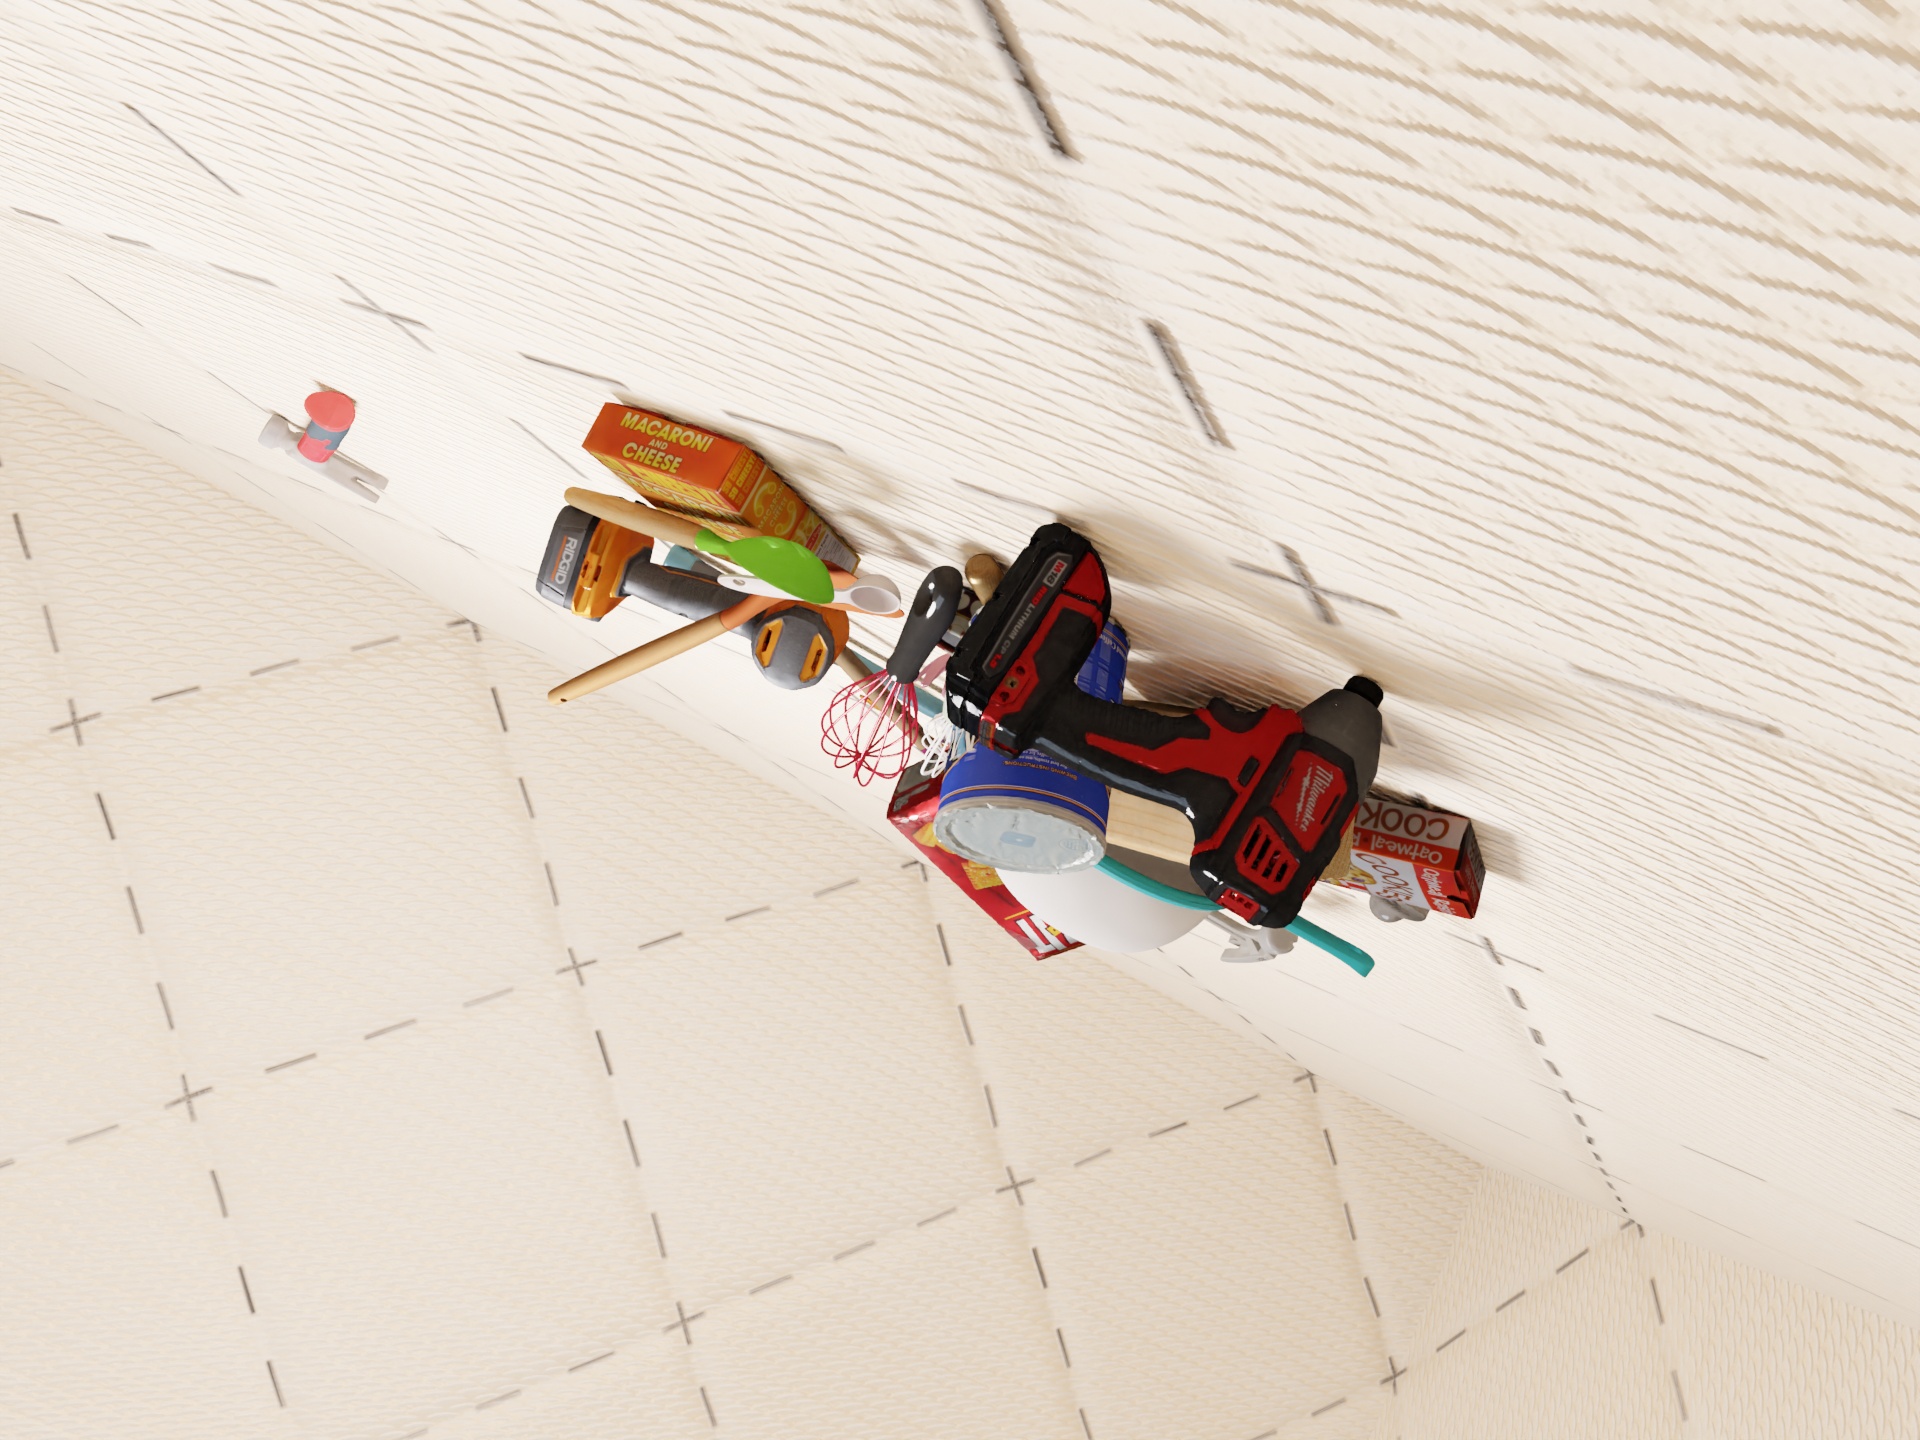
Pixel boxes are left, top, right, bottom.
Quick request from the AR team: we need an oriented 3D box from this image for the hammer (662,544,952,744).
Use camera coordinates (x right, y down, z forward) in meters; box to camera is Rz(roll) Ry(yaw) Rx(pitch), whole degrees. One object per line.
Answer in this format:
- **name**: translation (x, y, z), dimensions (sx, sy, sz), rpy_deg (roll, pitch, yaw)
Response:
- **hammer**: translation (-0.116, -0.063, 1.417), dimensions (0.331, 0.033, 0.128), rpy_deg (29, 171, -12)

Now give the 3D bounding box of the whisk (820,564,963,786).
- **whisk**: translation (-0.044, -0.028, 1.087), dimensions (0.073, 0.073, 0.295), rpy_deg (28, 152, -3)

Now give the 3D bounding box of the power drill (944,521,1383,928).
- **power drill**: translation (0.112, -0.004, 0.842), dimensions (0.220, 0.143, 0.078), rpy_deg (32, 167, 9)

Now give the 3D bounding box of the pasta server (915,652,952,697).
- **pasta server**: translation (0.111, 0.011, 1.183), dimensions (0.316, 0.040, 0.060), rpy_deg (23, 177, 19)

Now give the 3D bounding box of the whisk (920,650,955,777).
- **whisk**: translation (-0.002, -0.004, 1.152), dimensions (0.058, 0.059, 0.246), rpy_deg (51, 167, 12)

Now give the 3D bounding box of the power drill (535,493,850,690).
- **power drill**: translation (-0.194, -0.099, 1.232), dimensions (0.226, 0.084, 0.164), rpy_deg (21, -166, -1)

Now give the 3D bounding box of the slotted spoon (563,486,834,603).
- **slotted spoon**: translation (-0.184, -0.125, 1.049), dimensions (0.070, 0.031, 0.314), rpy_deg (11, -173, -44)

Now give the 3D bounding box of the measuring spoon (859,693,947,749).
- **measuring spoon**: translation (-0.051, 0.006, 1.475), dimensions (0.116, 0.011, 0.021), rpy_deg (33, 171, -33)

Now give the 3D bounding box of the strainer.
- **strainer**: translation (0.149, 0.137, 1.197), dimensions (0.340, 0.095, 0.211), rpy_deg (29, -164, -10)

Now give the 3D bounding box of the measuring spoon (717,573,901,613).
- **measuring spoon**: translation (-0.096, -0.089, 1.022), dimensions (0.124, 0.018, 0.034), rpy_deg (7, 155, 13)

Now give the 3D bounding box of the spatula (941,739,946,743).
- **spatula**: translation (0.096, 0.047, 1.453), dimensions (0.059, 0.018, 0.316), rpy_deg (2, -171, -43)

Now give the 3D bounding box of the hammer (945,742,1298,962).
- **hammer**: translation (0.135, 0.126, 1.476), dimensions (0.359, 0.037, 0.149), rpy_deg (30, 165, -6)

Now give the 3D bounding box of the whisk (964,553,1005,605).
- **whisk**: translation (0.045, -0.045, 1.061), dimensions (0.047, 0.051, 0.244), rpy_deg (28, 169, 28)

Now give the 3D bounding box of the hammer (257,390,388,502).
- **hammer**: translation (-0.650, -0.288, 1.659), dimensions (0.143, 0.038, 0.386), rpy_deg (30, 170, -24)

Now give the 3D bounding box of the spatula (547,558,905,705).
- **spatula**: translation (-0.184, -0.056, 1.128), dimensions (0.322, 0.041, 0.081), rpy_deg (-20, 144, 32)

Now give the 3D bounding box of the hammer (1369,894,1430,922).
- **hammer**: translation (0.214, 0.070, 1.232), dimensions (0.331, 0.031, 0.130), rpy_deg (27, 171, 4)

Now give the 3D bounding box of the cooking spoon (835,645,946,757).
- **cooking spoon**: translation (-0.046, 0.004, 1.381), dimensions (0.069, 0.017, 0.318), rpy_deg (-19, 123, 40)
